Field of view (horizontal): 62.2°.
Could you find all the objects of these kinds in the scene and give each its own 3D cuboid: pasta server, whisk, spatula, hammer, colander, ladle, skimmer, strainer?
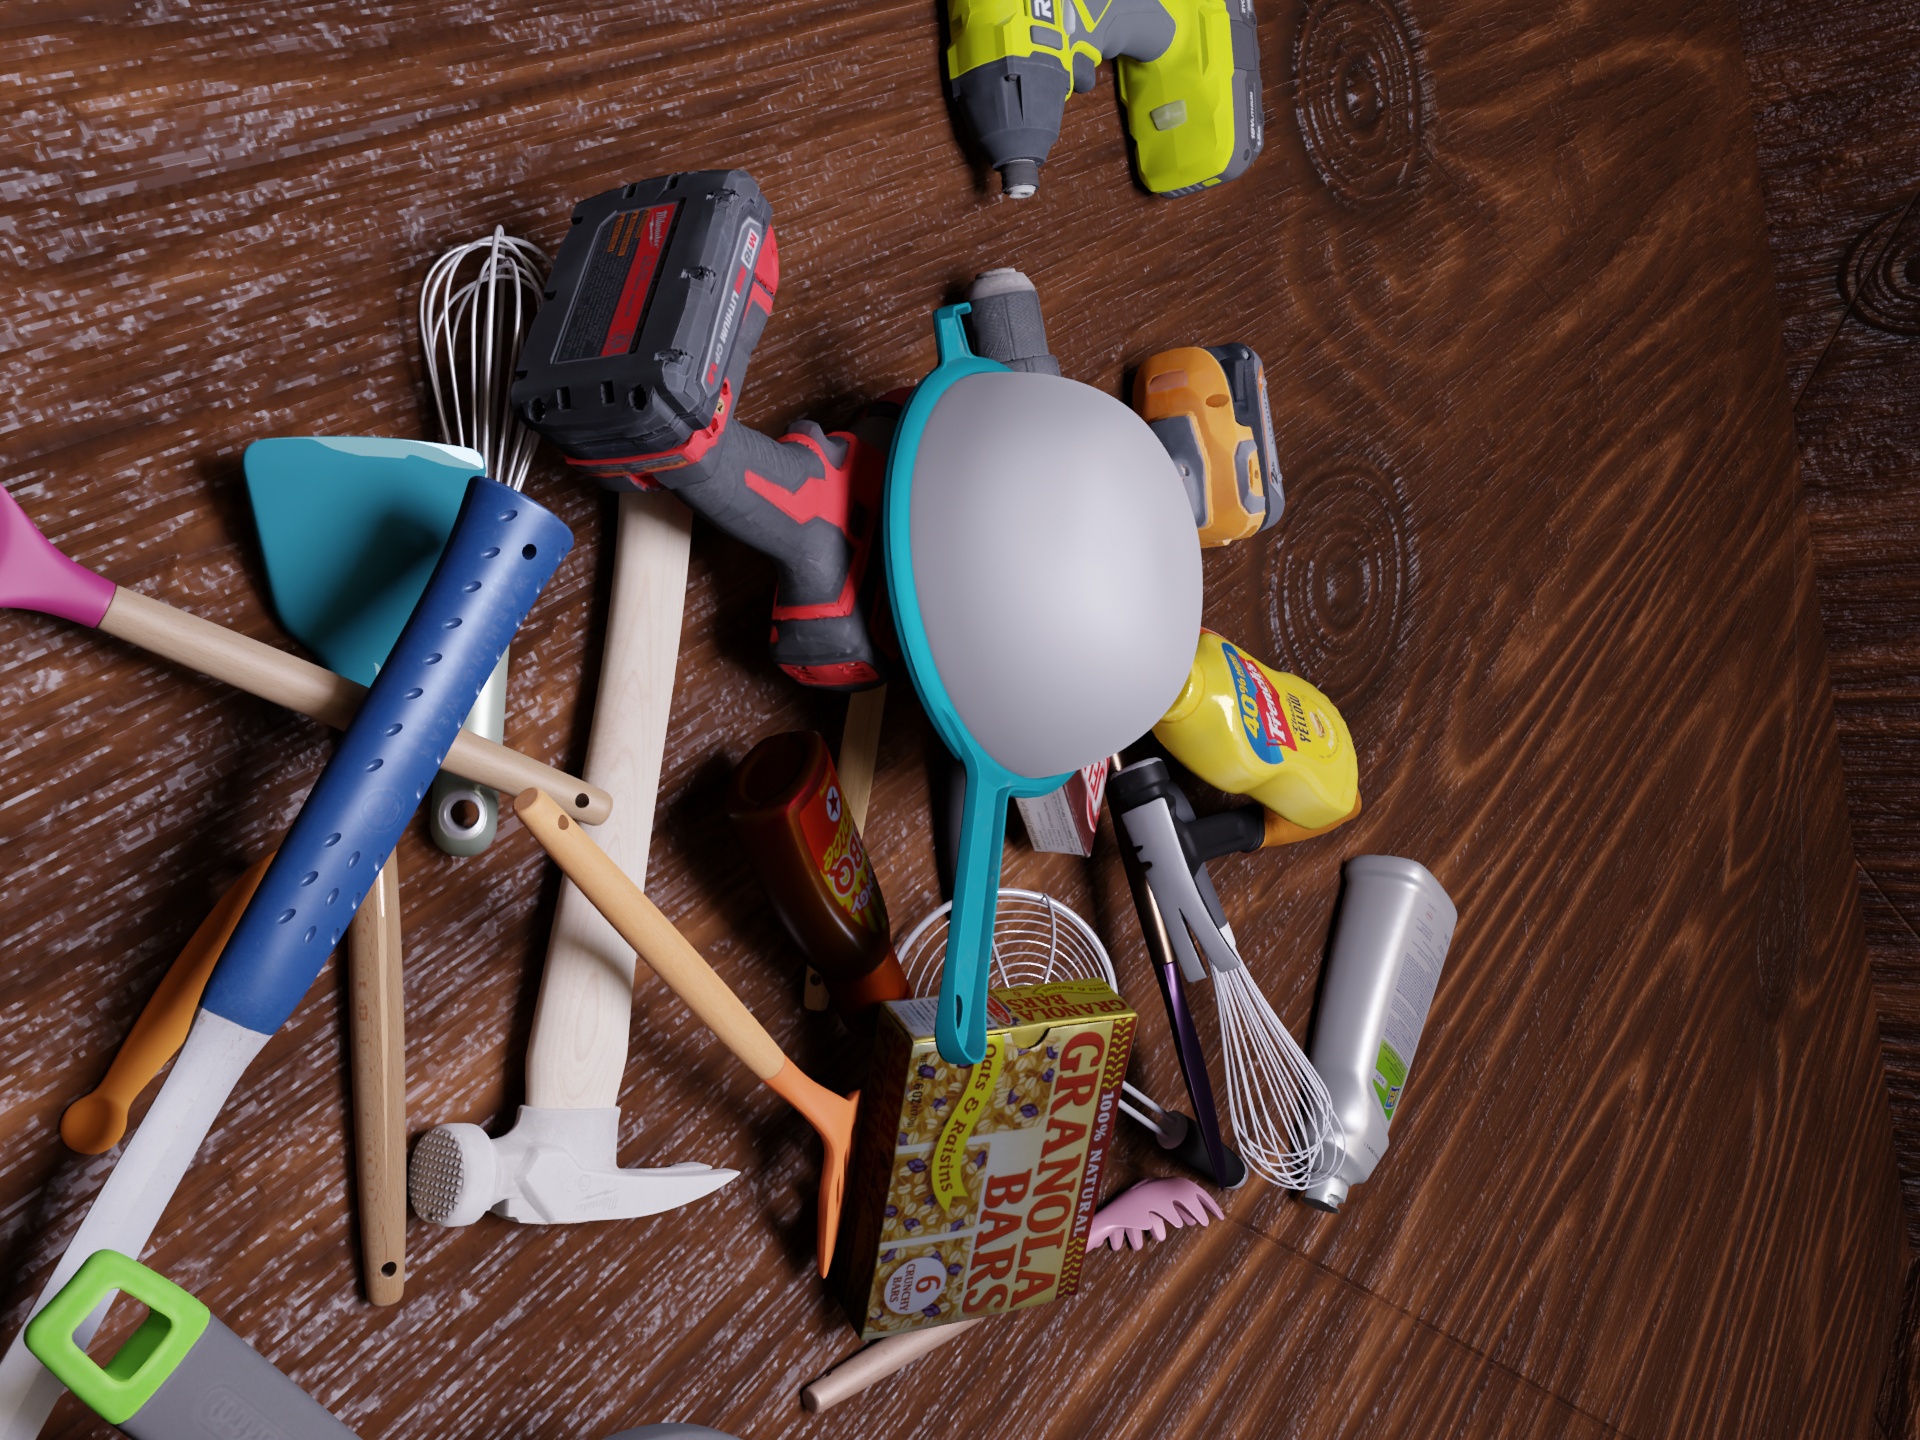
[{"bbox_3d":[0.038,0.311,0.872,0.316,0.060,0.040,-11,70,-47],"label":"pasta server"},{"bbox_3d":[-0.186,-0.070,0.620,0.057,0.059,0.246,4,89,-13],"label":"whisk"},{"bbox_3d":[-0.099,0.133,0.666,0.322,0.041,0.081,60,34,-41],"label":"spatula"},{"bbox_3d":[-0.135,0.001,0.681,0.146,0.038,0.411,17,76,-50],"label":"hammer"},{"bbox_3d":[-0.002,-0.002,0.834,0.055,0.055,0.239,-15,105,-49],"label":"whisk"},{"bbox_3d":[0.171,0.168,1.008,0.070,0.070,0.284,-27,97,-47],"label":"whisk"},{"bbox_3d":[-0.214,0.059,0.579,0.082,0.044,0.317,-3,92,-32],"label":"spatula"},{"bbox_3d":[-0.187,0.303,0.557,0.205,0.094,0.396,-55,129,-35],"label":"colander"},{"bbox_3d":[-0.046,-0.015,0.781,0.031,0.069,0.315,27,72,-76],"label":"ladle"},{"bbox_3d":[0.199,0.074,1.030,0.336,0.034,0.127,-7,74,-59],"label":"hammer"},{"bbox_3d":[0.081,0.209,0.929,0.127,0.090,0.362,-57,143,-9],"label":"skimmer"},{"bbox_3d":[0.114,0.117,0.938,0.059,0.018,0.316,2,73,-77],"label":"spatula"},{"bbox_3d":[-0.232,0.107,0.507,0.143,0.035,0.405,39,72,-43],"label":"hammer"},{"bbox_3d":[0.050,-0.016,0.711,0.210,0.095,0.341,41,49,-49],"label":"strainer"}]

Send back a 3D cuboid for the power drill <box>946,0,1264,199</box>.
[{"bbox_3d":[0.081,-0.381,0.925,0.223,0.080,0.171,-9,94,-46],"label":"power drill"}]

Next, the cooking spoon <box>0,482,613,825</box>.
[{"bbox_3d":[-0.252,-0.026,0.518,0.318,0.017,0.069,28,73,-34],"label":"cooking spoon"}]

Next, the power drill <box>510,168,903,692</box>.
[{"bbox_3d":[-0.079,-0.119,0.672,0.219,0.078,0.143,47,49,-53],"label":"power drill"}]

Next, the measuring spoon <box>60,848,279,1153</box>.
[{"bbox_3d":[-0.259,0.093,0.535,0.021,0.011,0.117,44,67,-34],"label":"measuring spoon"}]

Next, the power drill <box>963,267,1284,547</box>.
[{"bbox_3d":[0.089,-0.171,0.923,0.226,0.084,0.185,-20,102,-44],"label":"power drill"}]
